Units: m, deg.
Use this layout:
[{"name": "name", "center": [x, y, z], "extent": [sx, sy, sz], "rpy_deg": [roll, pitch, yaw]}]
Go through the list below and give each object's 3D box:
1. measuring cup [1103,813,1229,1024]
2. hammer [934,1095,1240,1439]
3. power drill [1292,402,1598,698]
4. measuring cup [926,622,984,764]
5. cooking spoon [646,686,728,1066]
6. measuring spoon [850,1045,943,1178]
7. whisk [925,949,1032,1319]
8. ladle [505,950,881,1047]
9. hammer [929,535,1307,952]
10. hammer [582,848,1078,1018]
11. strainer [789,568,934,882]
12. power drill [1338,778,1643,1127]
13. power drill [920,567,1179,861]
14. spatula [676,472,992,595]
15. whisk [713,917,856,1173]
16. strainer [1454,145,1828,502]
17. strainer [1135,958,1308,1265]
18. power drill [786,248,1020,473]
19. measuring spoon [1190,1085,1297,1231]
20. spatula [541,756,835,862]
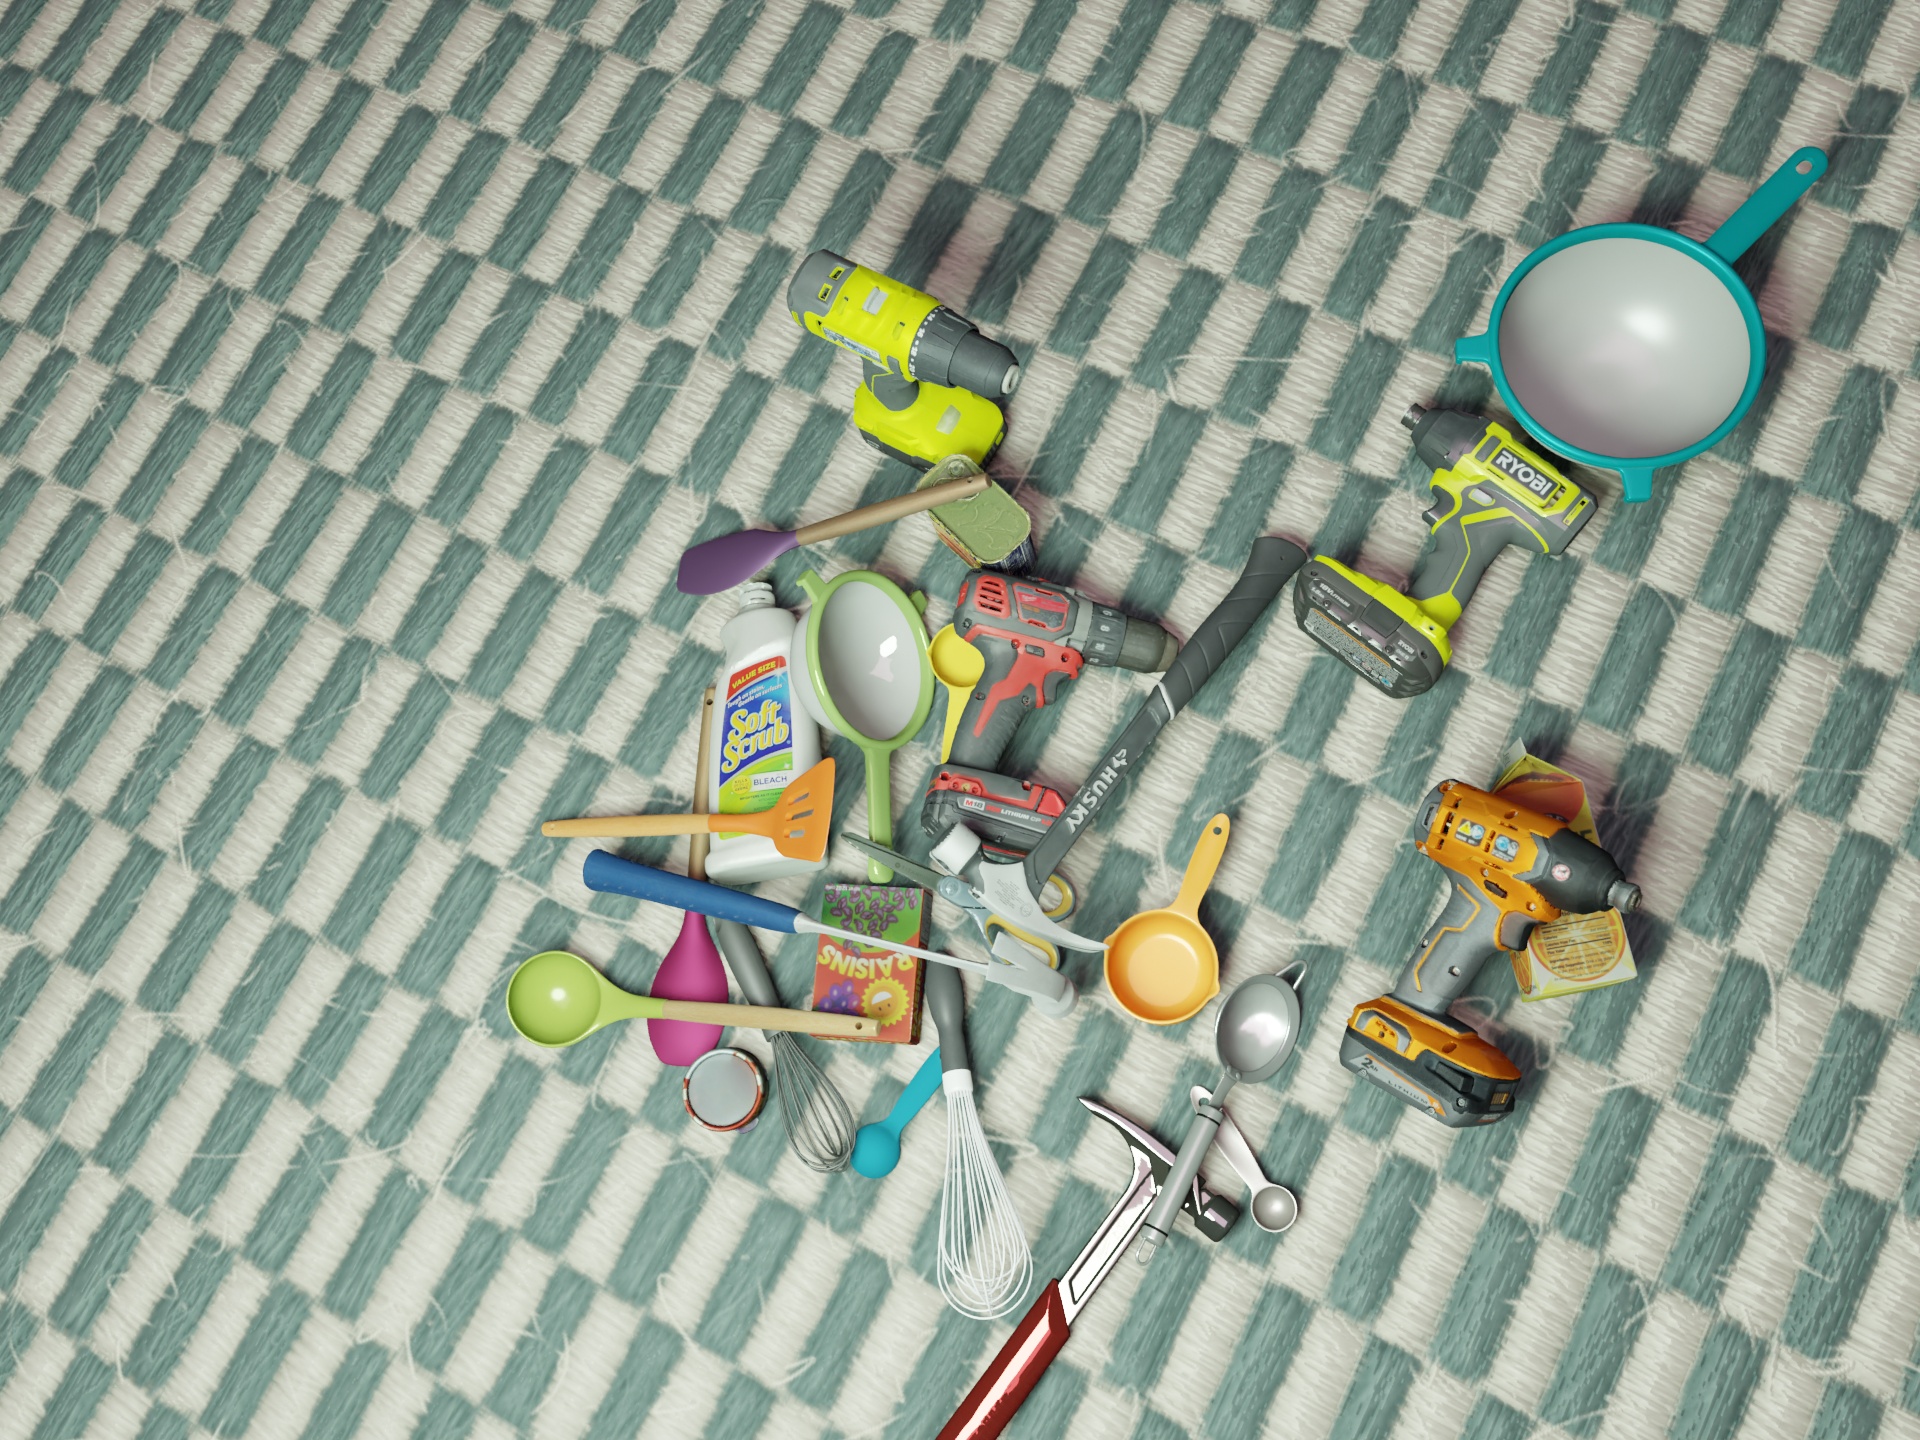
[{"name": "measuring cup", "center": [0.174, 0.157, 1.250], "extent": [0.095, 0.052, 0.174], "rpy_deg": [22, 78, 14]}, {"name": "hammer", "center": [0.046, 0.465, 1.194], "extent": [0.149, 0.036, 0.359], "rpy_deg": [36, 83, 16]}, {"name": "power drill", "center": [0.378, -0.144, 1.287], "extent": [0.171, 0.080, 0.223], "rpy_deg": [40, 80, 15]}, {"name": "measuring cup", "center": [-0.002, -0.004, 1.337], "extent": [0.062, 0.029, 0.156], "rpy_deg": [5, 88, 0]}, {"name": "cooking spoon", "center": [-0.221, 0.127, 1.335], "extent": [0.069, 0.017, 0.319], "rpy_deg": [1, 76, 9]}, {"name": "measuring spoon", "center": [-0.044, 0.305, 1.257], "extent": [0.042, 0.021, 0.128], "rpy_deg": [35, 83, 16]}, {"name": "whisk", "center": [0.001, 0.309, 1.217], "extent": [0.070, 0.070, 0.285], "rpy_deg": [-13, 60, 5]}, {"name": "ladle", "center": [-0.215, 0.230, 1.257], "extent": [0.320, 0.062, 0.078], "rpy_deg": [1, 78, 21]}, {"name": "hammer", "center": [0.154, 0.002, 1.252], "extent": [0.149, 0.036, 0.409], "rpy_deg": [42, 69, -3]}, {"name": "hammer", "center": [-0.115, 0.156, 1.225], "extent": [0.405, 0.144, 0.035], "rpy_deg": [11, 74, 21]}, {"name": "strainer", "center": [-0.089, 0.007, 1.309], "extent": [0.069, 0.151, 0.256], "rpy_deg": [-9, 81, 38]}, {"name": "power drill", "center": [0.379, 0.173, 1.142], "extent": [0.164, 0.084, 0.226], "rpy_deg": [25, 100, 44]}, {"name": "power drill", "center": [0.071, -0.001, 1.286], "extent": [0.188, 0.080, 0.227], "rpy_deg": [14, 76, -7]}, {"name": "spatula", "center": [-0.114, -0.159, 1.340], "extent": [0.316, 0.018, 0.060], "rpy_deg": [-13, 58, 27]}, {"name": "whisk", "center": [-0.146, 0.252, 1.276], "extent": [0.055, 0.055, 0.239], "rpy_deg": [-28, 70, 1]}, {"name": "strainer", "center": [0.573, -0.331, 1.297], "extent": [0.340, 0.095, 0.211], "rpy_deg": [-44, 76, -6]}, {"name": "strainer", "center": [0.189, 0.289, 1.198], "extent": [0.050, 0.086, 0.258], "rpy_deg": [1, 56, 54]}, {"name": "power drill", "center": [-0.029, -0.280, 1.303], "extent": [0.190, 0.228, 0.080], "rpy_deg": [28, 81, 15]}, {"name": "measuring spoon", "center": [0.214, 0.334, 1.217], "extent": [0.034, 0.018, 0.124], "rpy_deg": [-33, 66, -1]}, {"name": "spatula", "center": [-0.223, 0.080, 1.278], "extent": [0.323, 0.041, 0.081], "rpy_deg": [-4, 71, 31]}]
